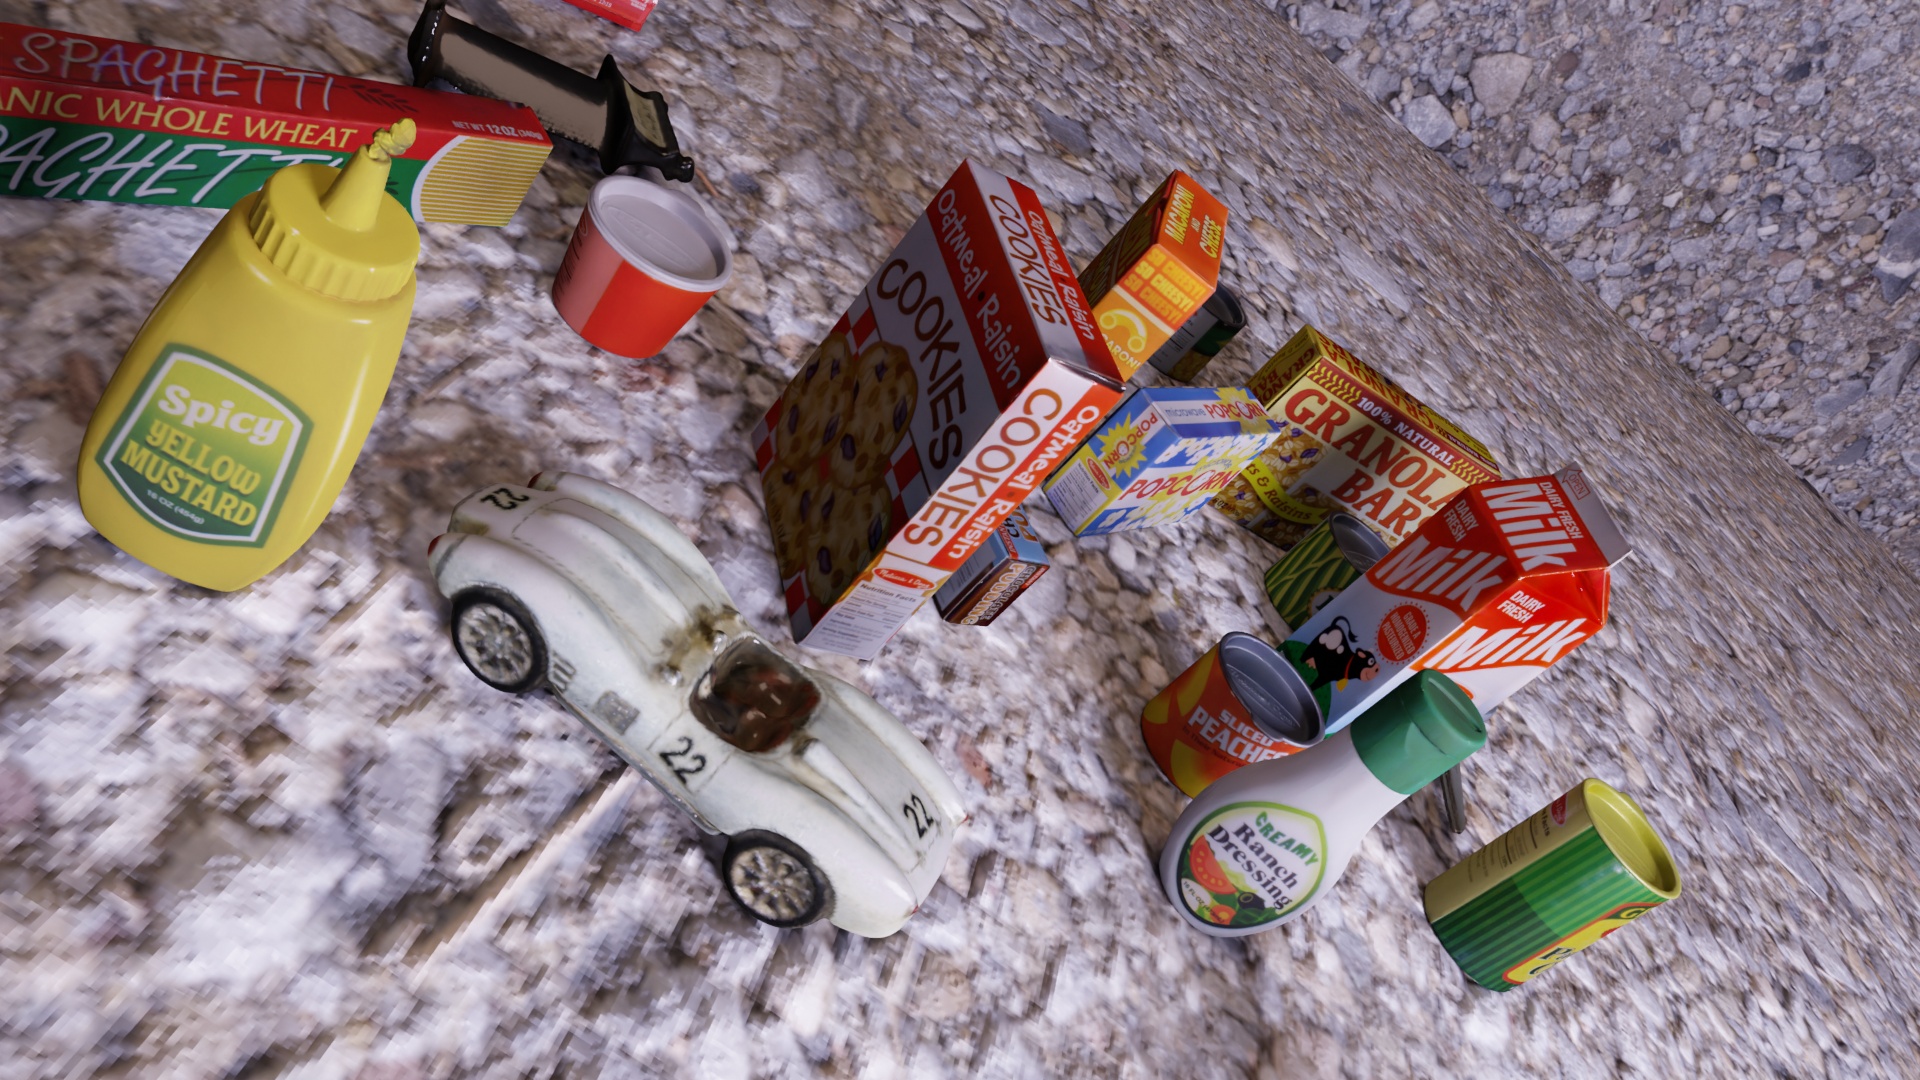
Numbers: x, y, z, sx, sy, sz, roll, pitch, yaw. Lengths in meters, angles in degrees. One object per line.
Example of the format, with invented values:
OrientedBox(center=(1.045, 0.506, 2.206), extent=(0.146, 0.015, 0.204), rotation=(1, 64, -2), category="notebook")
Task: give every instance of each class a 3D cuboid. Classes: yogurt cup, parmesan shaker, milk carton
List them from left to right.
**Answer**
OrientedBox(center=(-0.141, -0.116, 0.606), extent=(0.072, 0.053, 0.073), rotation=(29, 34, -22), category="yogurt cup")
OrientedBox(center=(0.266, 0.041, 0.744), extent=(0.073, 0.189, 0.073), rotation=(25, 36, -28), category="milk carton")
OrientedBox(center=(0.297, 0.174, 0.702), extent=(0.071, 0.102, 0.072), rotation=(29, 34, -22), category="parmesan shaker")

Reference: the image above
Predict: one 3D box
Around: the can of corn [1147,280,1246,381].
OrientedBox(center=(0.161, -0.156, 0.991), extent=(0.071, 0.058, 0.071), rotation=(29, 34, -22), category="can of corn")

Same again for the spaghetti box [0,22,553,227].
OrientedBox(center=(-0.265, -0.148, 0.507), extent=(0.251, 0.050, 0.029), rotation=(-12, 61, -54), category="spaghetti box")

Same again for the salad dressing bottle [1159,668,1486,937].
OrientedBox(center=(0.146, 0.108, 0.568), extent=(0.064, 0.147, 0.044), rotation=(46, 31, 4), category="salad dressing bottle")

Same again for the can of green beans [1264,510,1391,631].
OrientedBox(center=(0.229, 0.025, 0.849), extent=(0.071, 0.057, 0.071), rotation=(29, 34, -22), category="can of green beans")

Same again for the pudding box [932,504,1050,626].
OrientedBox(center=(0.002, -0.008, 0.641), extent=(0.030, 0.049, 0.084), rotation=(10, 44, -43), category="pudding box")

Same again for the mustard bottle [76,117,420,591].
OrientedBox(center=(-0.186, -0.053, 0.376), extent=(0.065, 0.159, 0.049), rotation=(31, 33, -19), category="mustard bottle")

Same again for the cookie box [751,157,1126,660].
OrientedBox(center=(-0.017, -0.051, 0.558), extent=(0.040, 0.166, 0.123), rotation=(18, 39, -36), category="cookie box")

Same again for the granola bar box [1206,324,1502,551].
OrientedBox(center=(0.239, -0.046, 0.883), extent=(0.165, 0.123, 0.039), rotation=(27, 34, -24), category="granola bar box")

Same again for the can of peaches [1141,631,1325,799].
OrientedBox(center=(0.128, 0.087, 0.660), extent=(0.071, 0.057, 0.071), rotation=(29, 34, -22), category="can of peaches")

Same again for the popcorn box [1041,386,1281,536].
OrientedBox(center=(0.115, -0.046, 0.779), extent=(0.127, 0.085, 0.038), rotation=(-8, 58, -52), category="popcorn box")

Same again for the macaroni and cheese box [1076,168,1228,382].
OrientedBox(center=(0.064, -0.102, 0.712), extent=(0.040, 0.165, 0.124), rotation=(38, 31, -9), category="macaroni and cheese box")
